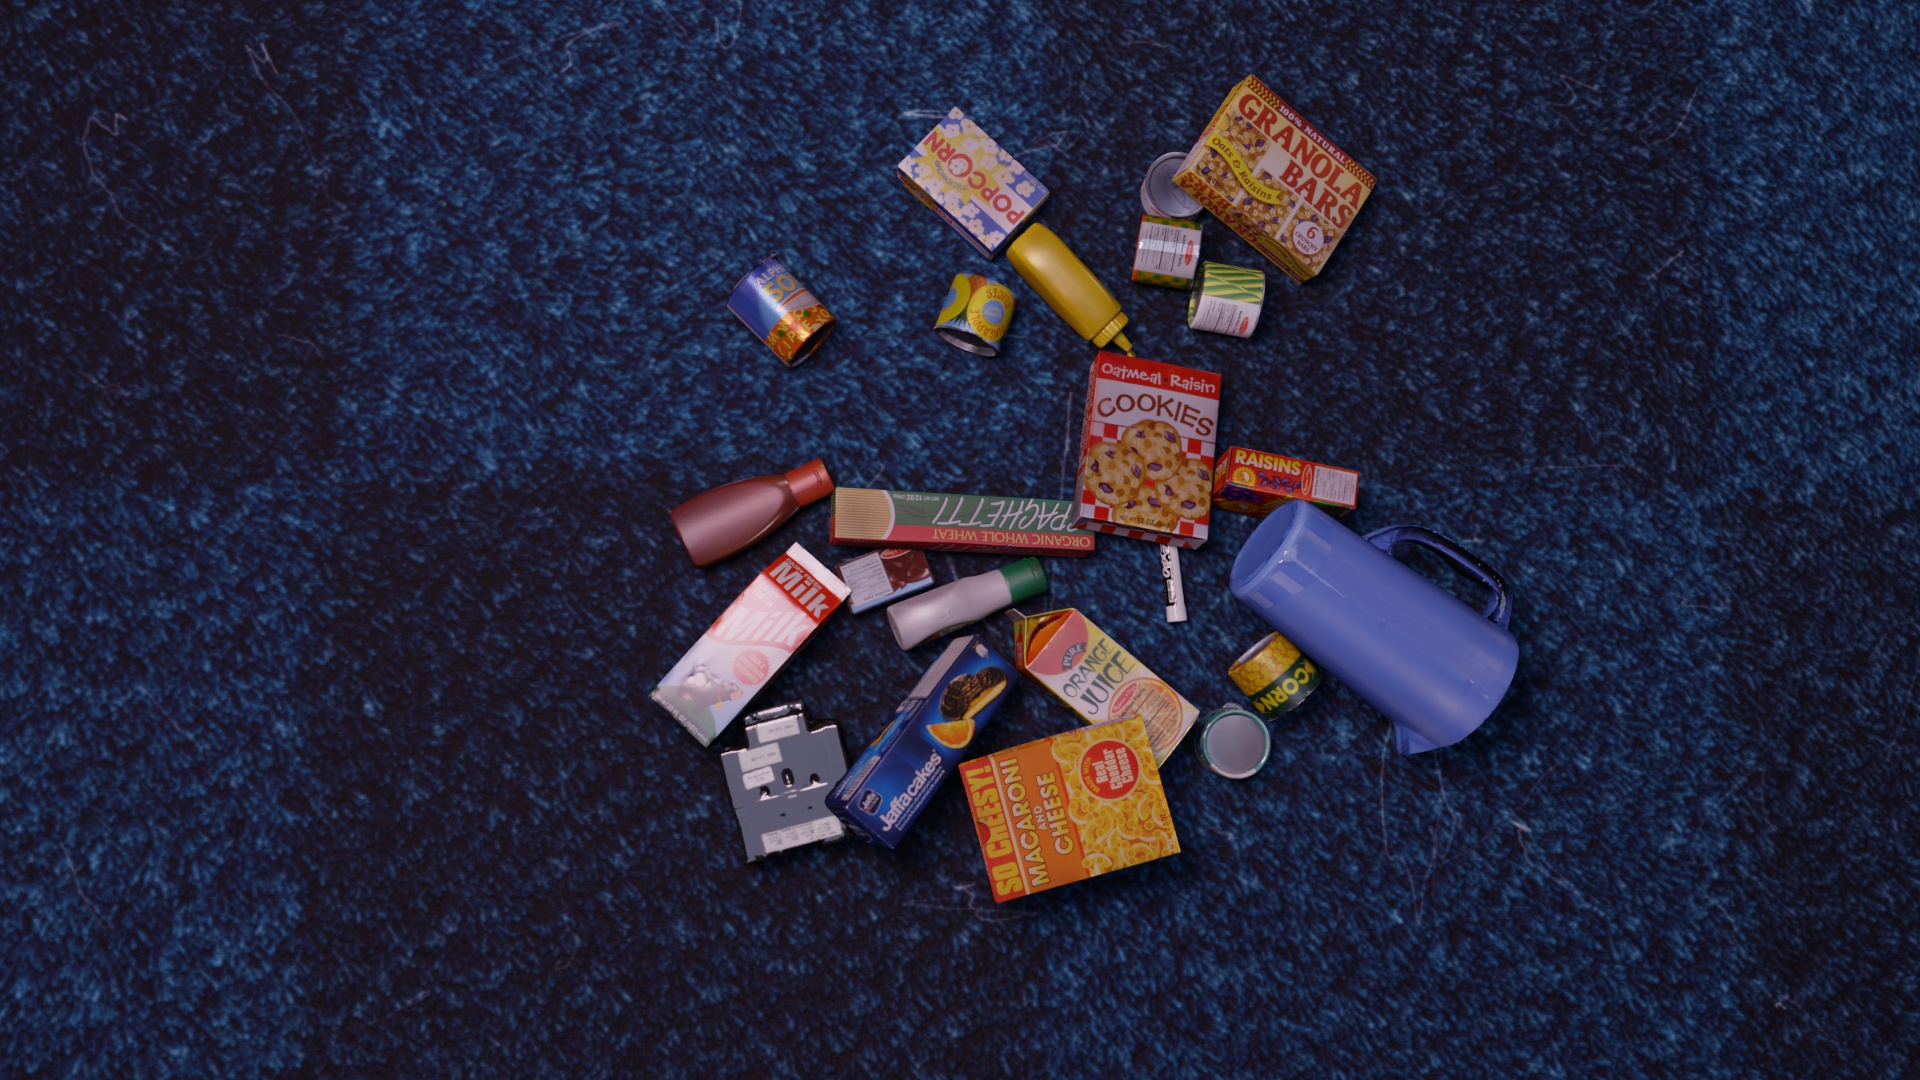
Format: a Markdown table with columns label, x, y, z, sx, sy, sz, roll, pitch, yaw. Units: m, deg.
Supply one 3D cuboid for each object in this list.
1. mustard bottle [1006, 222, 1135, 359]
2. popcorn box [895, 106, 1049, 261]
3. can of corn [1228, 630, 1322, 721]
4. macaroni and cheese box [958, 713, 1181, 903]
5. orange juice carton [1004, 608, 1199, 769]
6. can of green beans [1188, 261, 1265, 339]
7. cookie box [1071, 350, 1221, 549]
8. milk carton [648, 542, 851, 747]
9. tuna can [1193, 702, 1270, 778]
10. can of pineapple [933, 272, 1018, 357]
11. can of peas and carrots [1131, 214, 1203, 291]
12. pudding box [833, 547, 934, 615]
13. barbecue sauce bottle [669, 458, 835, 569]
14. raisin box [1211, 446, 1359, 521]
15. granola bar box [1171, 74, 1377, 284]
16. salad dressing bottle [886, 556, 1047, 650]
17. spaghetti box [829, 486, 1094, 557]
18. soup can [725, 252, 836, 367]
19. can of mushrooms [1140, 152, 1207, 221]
| label | x | y | z | sx | sy | sz | roll | pitch | yaw |
| --- | --- | --- | --- | --- | --- | --- | --- | --- | --- |
| mustard bottle | 0.113 | -0.232 | 1.328 | 0.049 | 0.065 | 0.160 | -45 | 94 | -1 |
| popcorn box | 0.012 | -0.344 | 1.345 | 0.127 | 0.038 | 0.085 | 43 | 83 | 2 |
| can of corn | 0.292 | 0.125 | 1.291 | 0.071 | 0.071 | 0.058 | -39 | 86 | -7 |
| macaroni and cheese box | 0.094 | 0.232 | 1.214 | 0.166 | 0.040 | 0.124 | -16 | 85 | -2 |
| orange juice carton | 0.119 | 0.125 | 1.280 | 0.193 | 0.071 | 0.073 | 39 | 83 | 1 |
| can of green beans | 0.254 | -0.231 | 1.333 | 0.058 | 0.071 | 0.071 | 10 | 83 | -2 |
| cookie box | 0.176 | -0.086 | 1.308 | 0.123 | 0.040 | 0.168 | 10 | 73 | -7 |
| milk carton | -0.188 | 0.094 | 1.264 | 0.072 | 0.073 | 0.191 | 41 | 82 | 2 |
| tuna can | 0.255 | 0.187 | 1.301 | 0.071 | 0.033 | 0.071 | 0 | 84 | -3 |
| can of pineapple | 0.016 | -0.213 | 1.314 | 0.071 | 0.071 | 0.058 | 21 | 83 | -1 |
| can of peas and carrots | 0.198 | -0.276 | 1.335 | 0.059 | 0.071 | 0.071 | 10 | 83 | 3 |
| pudding box | -0.071 | 0.033 | 1.300 | 0.084 | 0.030 | 0.049 | -21 | 84 | -6 |
| barbecue sauce bottle | -0.191 | -0.030 | 1.294 | 0.149 | 0.043 | 0.065 | -25 | 86 | -7 |
| raisin box | 0.298 | -0.047 | 1.304 | 0.123 | 0.086 | 0.040 | 12 | 76 | -3 |
| granola bar box | 0.305 | -0.348 | 1.342 | 0.165 | 0.039 | 0.124 | 36 | 76 | -10 |
| salad dressing bottle | 0.007 | 0.056 | 1.289 | 0.148 | 0.064 | 0.044 | -21 | 88 | -12 |
| spaghetti box | 0.005 | -0.016 | 1.290 | 0.250 | 0.028 | 0.050 | 3 | 74 | -12 |
| soup can | -0.166 | -0.216 | 1.304 | 0.084 | 0.071 | 0.071 | 44 | 83 | 1 |
| can of mushrooms | 0.213 | -0.344 | 1.360 | 0.071 | 0.033 | 0.071 | 0 | 83 | -3 |
